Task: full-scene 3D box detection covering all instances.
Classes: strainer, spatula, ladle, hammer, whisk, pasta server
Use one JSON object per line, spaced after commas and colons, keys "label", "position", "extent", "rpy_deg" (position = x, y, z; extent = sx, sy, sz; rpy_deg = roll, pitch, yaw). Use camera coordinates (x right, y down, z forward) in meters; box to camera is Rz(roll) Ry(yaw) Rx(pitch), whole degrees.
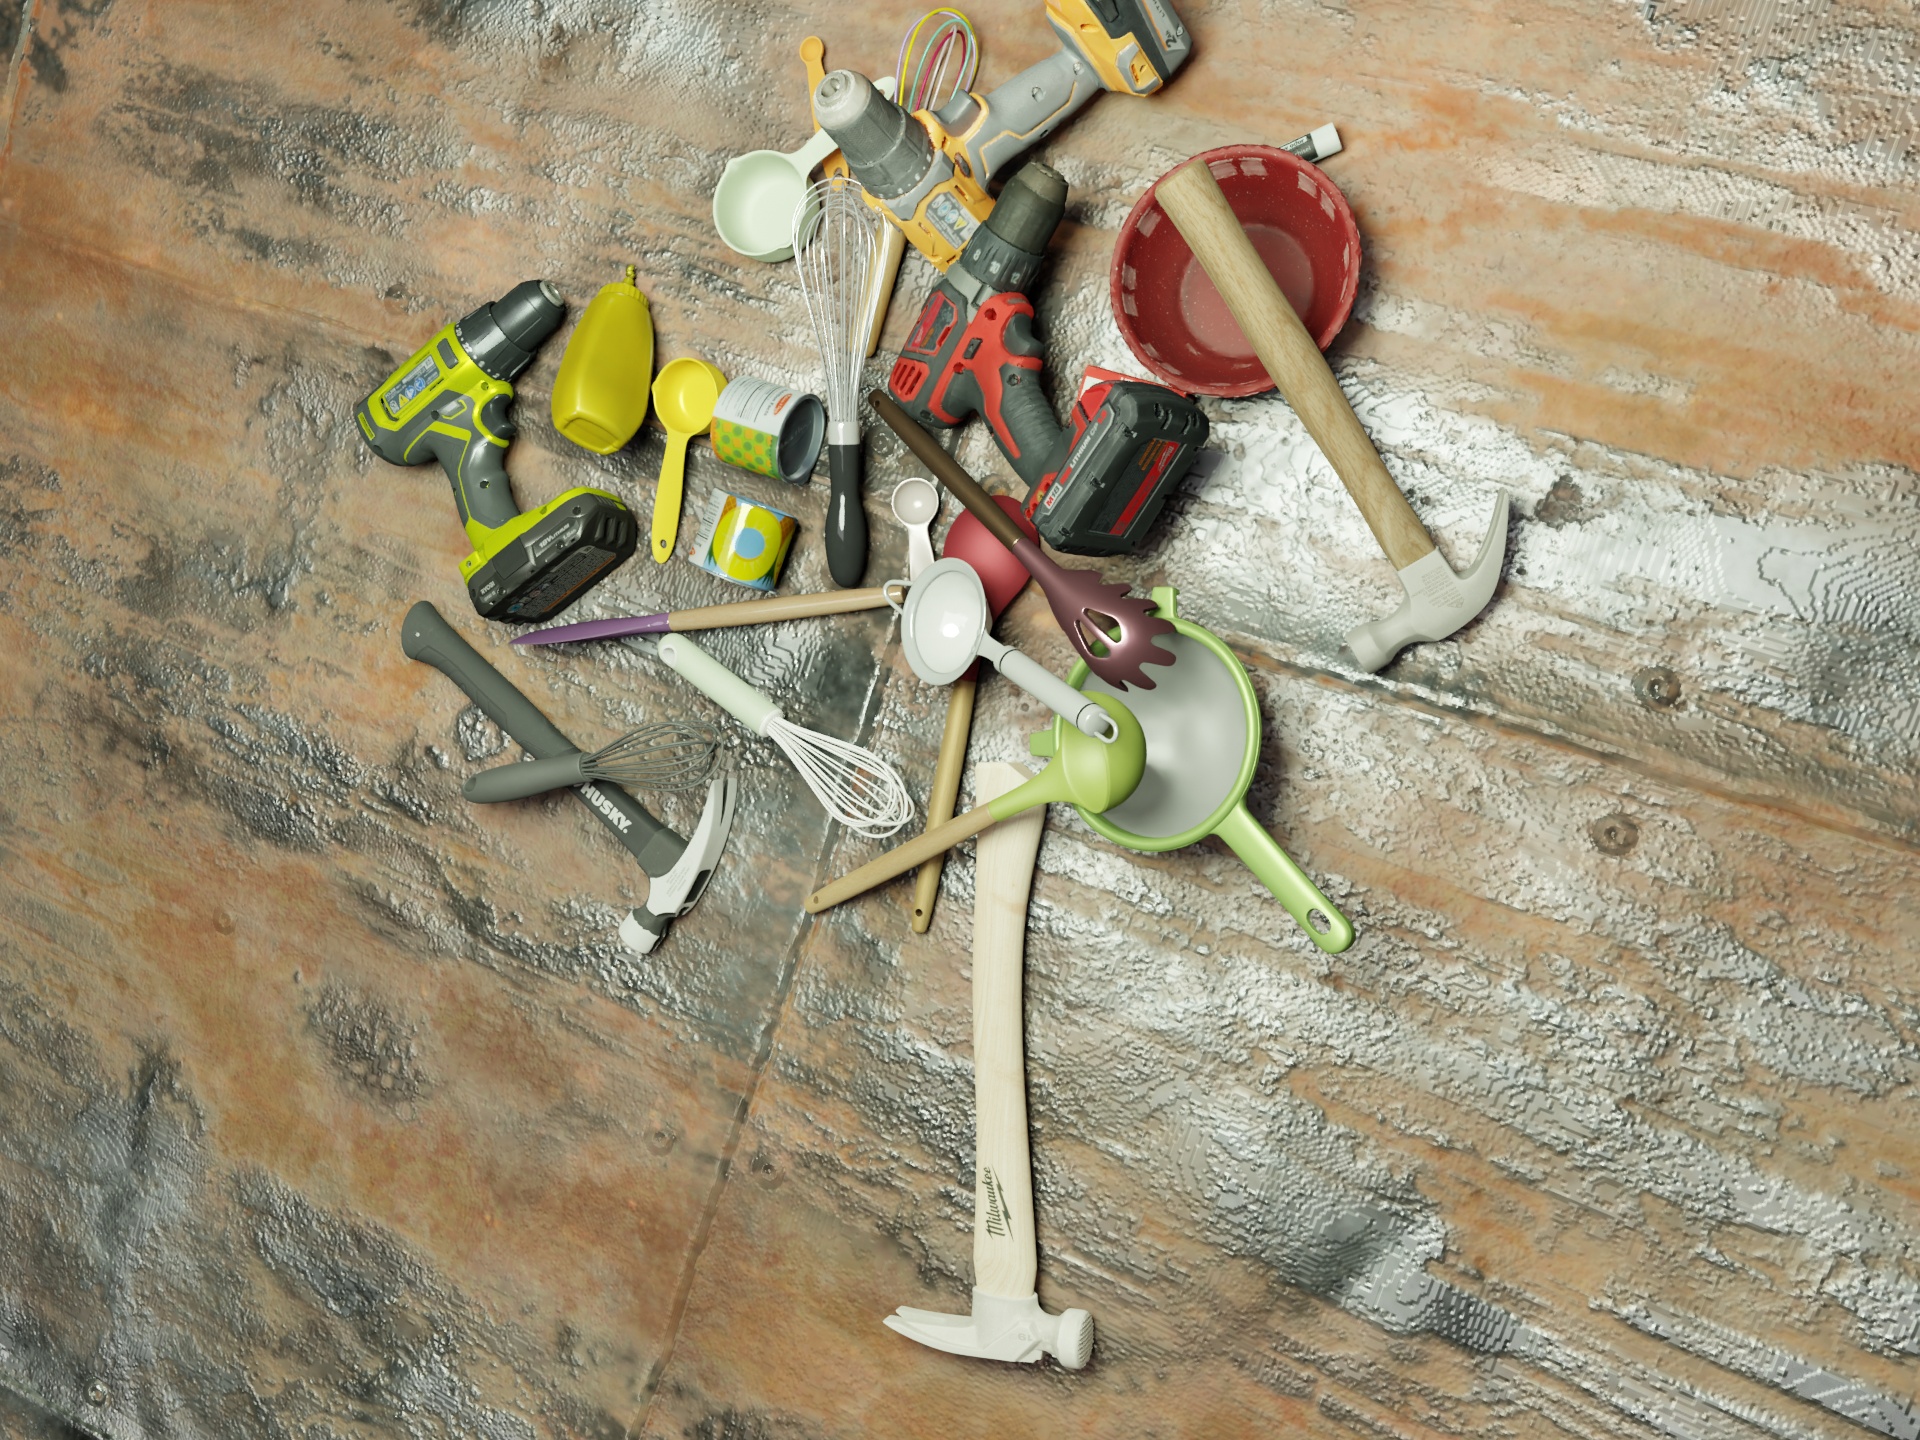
{"label": "strainer", "position": [0.169, 0.046, 1.016], "extent": [0.151, 0.069, 0.257], "rpy_deg": [-51, 62, 23]}
{"label": "spatula", "position": [-0.192, -0.076, 1.182], "extent": [0.316, 0.060, 0.018], "rpy_deg": [-5, 105, 15]}
{"label": "ladle", "position": [-0.002, -0.004, 1.120], "extent": [0.069, 0.031, 0.315], "rpy_deg": [12, 96, 19]}
{"label": "ladle", "position": [-0.004, 0.070, 1.066], "extent": [0.320, 0.062, 0.078], "rpy_deg": [-30, 66, 34]}
{"label": "hammer", "position": [0.225, -0.196, 0.982], "extent": [0.130, 0.031, 0.331], "rpy_deg": [-31, 98, 16]}
{"label": "whisk", "position": [-0.276, 0.038, 1.175], "extent": [0.239, 0.055, 0.055], "rpy_deg": [-10, 86, 26]}
{"label": "pasta server", "position": [0.030, -0.132, 1.071], "extent": [0.316, 0.040, 0.060], "rpy_deg": [49, 115, 32]}
{"label": "whisk", "position": [-0.131, 0.006, 1.158], "extent": [0.246, 0.059, 0.057], "rpy_deg": [36, 122, 22]}
{"label": "whisk", "position": [-0.035, -0.378, 1.127], "extent": [0.051, 0.047, 0.245], "rpy_deg": [23, 102, 31]}
{"label": "hammer", "position": [0.018, 0.234, 1.107], "extent": [0.146, 0.038, 0.410], "rpy_deg": [0, 89, 22]}
{"label": "hammer", "position": [-0.314, 0.017, 1.231], "extent": [0.335, 0.035, 0.146], "rpy_deg": [40, 104, 16]}
{"label": "whisk", "position": [-0.082, -0.235, 1.117], "extent": [0.070, 0.070, 0.284], "rpy_deg": [5, 104, 20]}
{"label": "strainer", "position": [0.028, -0.039, 1.024], "extent": [0.259, 0.050, 0.087], "rpy_deg": [39, 114, 51]}

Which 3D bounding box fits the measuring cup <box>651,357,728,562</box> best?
{"label": "measuring cup", "position": [-0.209, -0.195, 1.202], "extent": [0.062, 0.029, 0.156], "rpy_deg": [20, 108, 22]}

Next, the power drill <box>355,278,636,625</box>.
{"label": "power drill", "position": [-0.346, -0.208, 1.222], "extent": [0.190, 0.080, 0.229], "rpy_deg": [-35, 76, 16]}

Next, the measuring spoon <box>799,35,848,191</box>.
{"label": "measuring spoon", "position": [-0.097, -0.443, 1.166], "extent": [0.021, 0.011, 0.117], "rpy_deg": [-13, 89, 26]}

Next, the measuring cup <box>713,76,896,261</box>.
{"label": "measuring cup", "position": [-0.105, -0.401, 1.154], "extent": [0.167, 0.038, 0.083], "rpy_deg": [-38, 78, 14]}

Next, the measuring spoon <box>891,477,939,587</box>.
{"label": "measuring spoon", "position": [-0.026, -0.111, 1.137], "extent": [0.034, 0.018, 0.124], "rpy_deg": [-5, 95, 14]}

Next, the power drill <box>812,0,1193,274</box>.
{"label": "power drill", "position": [0.022, -0.414, 1.029], "extent": [0.226, 0.185, 0.084], "rpy_deg": [-42, 58, 12]}

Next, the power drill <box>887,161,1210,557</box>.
{"label": "power drill", "position": [0.058, -0.234, 1.033], "extent": [0.227, 0.080, 0.187], "rpy_deg": [51, 122, 32]}
